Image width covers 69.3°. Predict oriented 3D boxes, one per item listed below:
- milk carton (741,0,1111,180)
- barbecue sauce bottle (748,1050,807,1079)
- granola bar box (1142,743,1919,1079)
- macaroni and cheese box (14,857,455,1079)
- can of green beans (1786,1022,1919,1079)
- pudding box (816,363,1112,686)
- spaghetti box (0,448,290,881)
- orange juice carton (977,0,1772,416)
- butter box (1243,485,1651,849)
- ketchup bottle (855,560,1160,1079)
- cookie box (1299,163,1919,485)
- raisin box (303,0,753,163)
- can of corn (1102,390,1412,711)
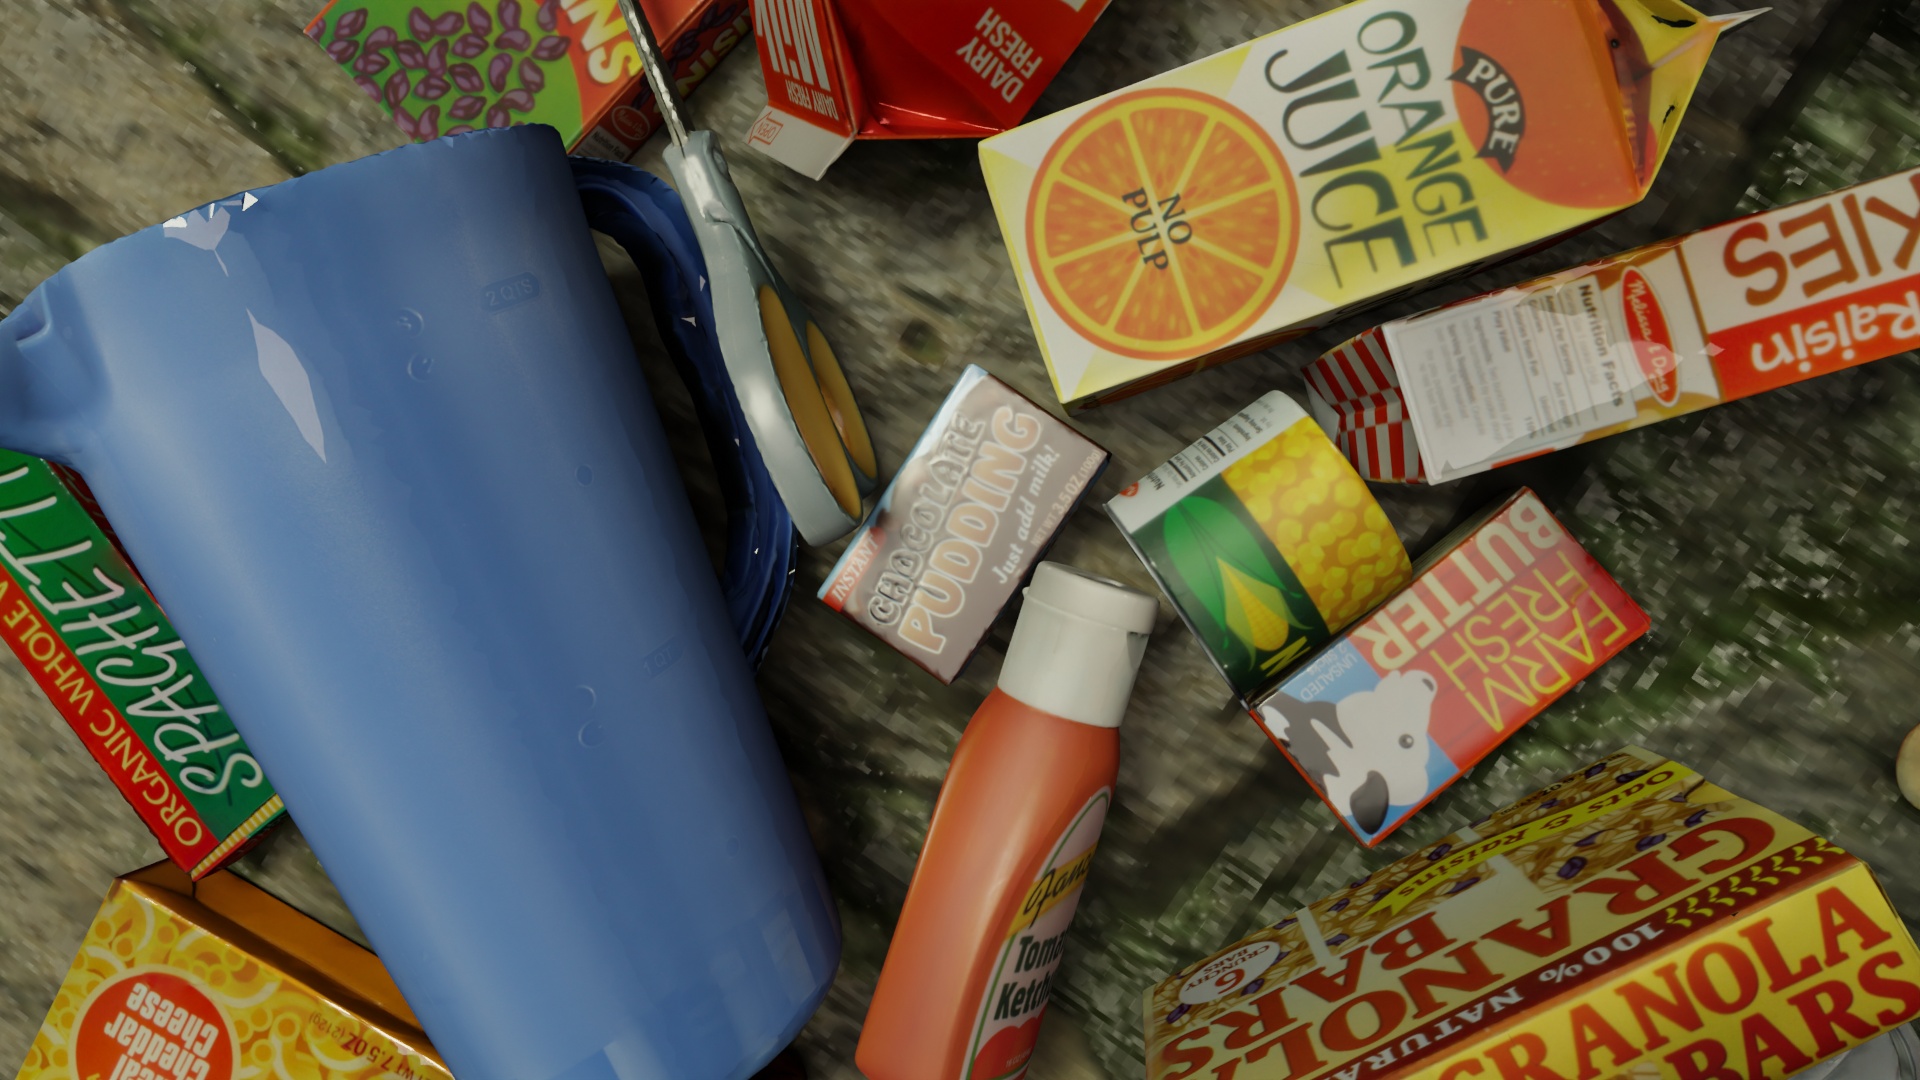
[{"bbox_3d":[0.008,-0.179,0.373,0.073,0.072,0.190,35,95,-33],"label":"milk carton"},{"bbox_3d":[-0.082,0.229,0.417,0.065,0.044,0.148,4,92,6],"label":"barbecue sauce bottle"},{"bbox_3d":[0.128,0.115,0.352,0.165,0.124,0.039,-29,90,6],"label":"granola bar box"},{"bbox_3d":[-0.236,0.202,0.434,0.124,0.040,0.166,28,93,5],"label":"macaroni and cheese box"},{"bbox_3d":[0.212,0.138,0.376,0.071,0.058,0.071,0,91,6],"label":"can of green beans"},{"bbox_3d":[0.001,-0.005,0.411,0.050,0.030,0.083,35,94,5],"label":"pudding box"},{"bbox_3d":[-0.295,-0.004,0.443,0.050,0.029,0.250,-40,87,5],"label":"spaghetti box"},{"bbox_3d":[0.107,-0.099,0.377,0.193,0.072,0.073,-19,90,6],"label":"orange juice carton"},{"bbox_3d":[0.138,0.035,0.400,0.103,0.024,0.053,-40,86,5],"label":"butter box"},{"bbox_3d":[0.016,0.081,0.392,0.043,0.065,0.148,19,94,27],"label":"ketchup bottle"},{"bbox_3d":[0.180,-0.053,0.344,0.167,0.123,0.040,-16,91,6],"label":"cookie box"},{"bbox_3d":[-0.119,-0.164,0.417,0.123,0.040,0.086,-45,86,4],"label":"raisin box"},{"bbox_3d":[0.083,0.003,0.384,0.058,0.071,0.071,-35,87,5],"label":"can of corn"}]
